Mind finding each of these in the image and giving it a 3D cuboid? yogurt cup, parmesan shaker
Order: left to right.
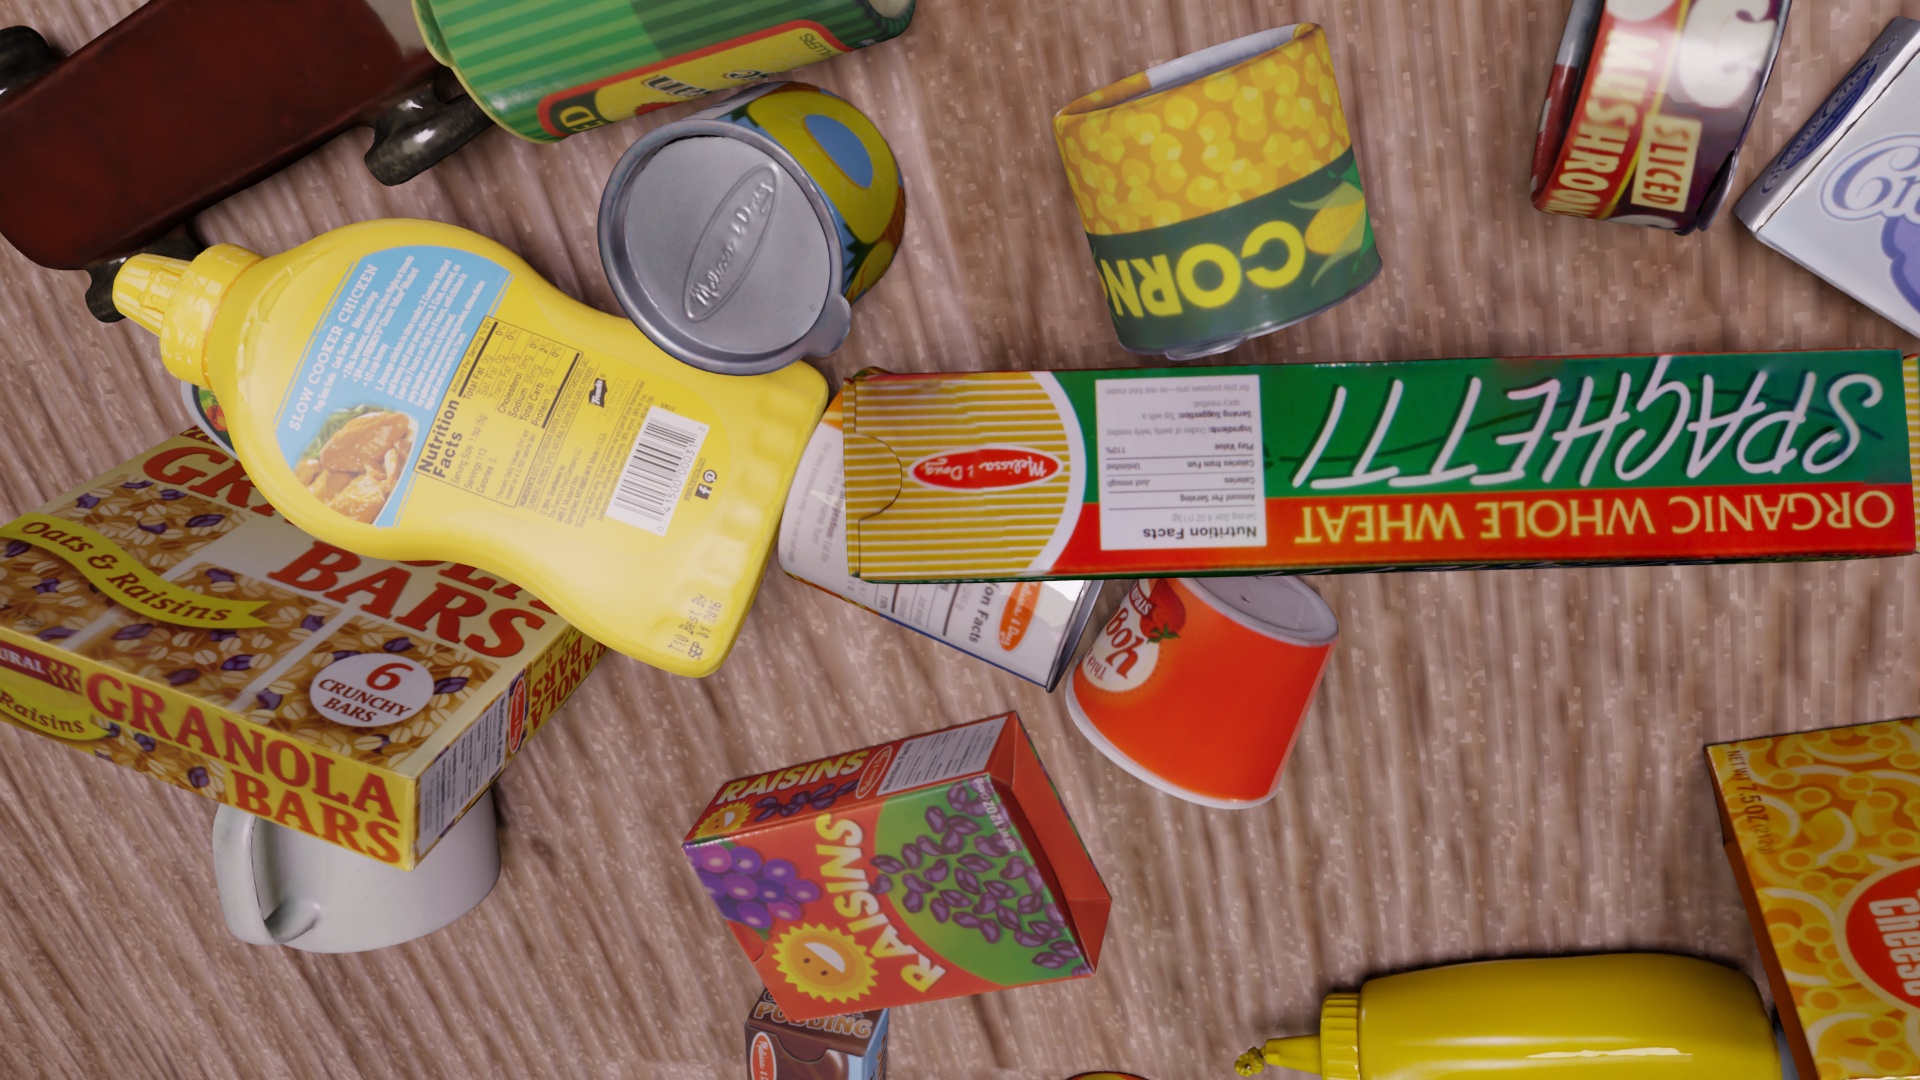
[{"bbox_3d":[-0.070,-0.141,0.338,0.103,0.072,0.071,-9,114,21],"label":"parmesan shaker"},{"bbox_3d":[0.071,0.035,0.394,0.072,0.073,0.053,25,113,3],"label":"yogurt cup"}]

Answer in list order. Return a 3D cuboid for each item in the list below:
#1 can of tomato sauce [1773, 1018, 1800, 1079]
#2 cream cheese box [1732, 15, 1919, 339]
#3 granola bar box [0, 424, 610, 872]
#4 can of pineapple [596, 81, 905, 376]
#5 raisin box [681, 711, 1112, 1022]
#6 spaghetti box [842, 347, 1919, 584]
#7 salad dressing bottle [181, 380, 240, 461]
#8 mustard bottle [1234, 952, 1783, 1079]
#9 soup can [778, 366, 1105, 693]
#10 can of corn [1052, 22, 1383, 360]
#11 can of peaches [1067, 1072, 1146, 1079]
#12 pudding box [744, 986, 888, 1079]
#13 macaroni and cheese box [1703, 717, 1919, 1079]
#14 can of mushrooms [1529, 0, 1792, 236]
[{"bbox_3d":[0.288,0.173,0.398,0.083,0.071,0.071,-9,114,20],"label":"can of tomato sauce"},{"bbox_3d":[0.237,-0.067,0.312,0.104,0.024,0.053,32,121,-1],"label":"cream cheese box"},{"bbox_3d":[-0.209,0.025,0.437,0.166,0.125,0.038,18,121,7],"label":"granola bar box"},{"bbox_3d":[-0.052,-0.083,0.371,0.071,0.058,0.070,7,119,13],"label":"can of pineapple"},{"bbox_3d":[-0.022,0.116,0.479,0.123,0.040,0.086,-17,112,25],"label":"raisin box"},{"bbox_3d":[0.098,-0.017,0.334,0.250,0.028,0.050,-1,86,2],"label":"spaghetti box"},{"bbox_3d":[-0.170,-0.029,0.444,0.148,0.044,0.064,25,117,3],"label":"salad dressing bottle"},{"bbox_3d":[0.167,0.164,0.441,0.160,0.049,0.065,-5,116,20],"label":"mustard bottle"},{"bbox_3d":[0.001,-0.005,0.392,0.084,0.072,0.071,23,121,9],"label":"soup can"},{"bbox_3d":[0.060,-0.083,0.330,0.071,0.071,0.058,-12,112,22],"label":"can of corn"},{"bbox_3d":[0.055,0.238,0.509,0.071,0.058,0.071,7,119,14],"label":"can of peaches"},{"bbox_3d":[-0.056,0.214,0.546,0.050,0.030,0.083,10,119,13],"label":"pudding box"},{"bbox_3d":[0.279,0.085,0.322,0.166,0.124,0.040,-13,114,22],"label":"macaroni and cheese box"},{"bbox_3d":[0.147,-0.099,0.296,0.033,0.071,0.070,13,120,12],"label":"can of mushrooms"}]
